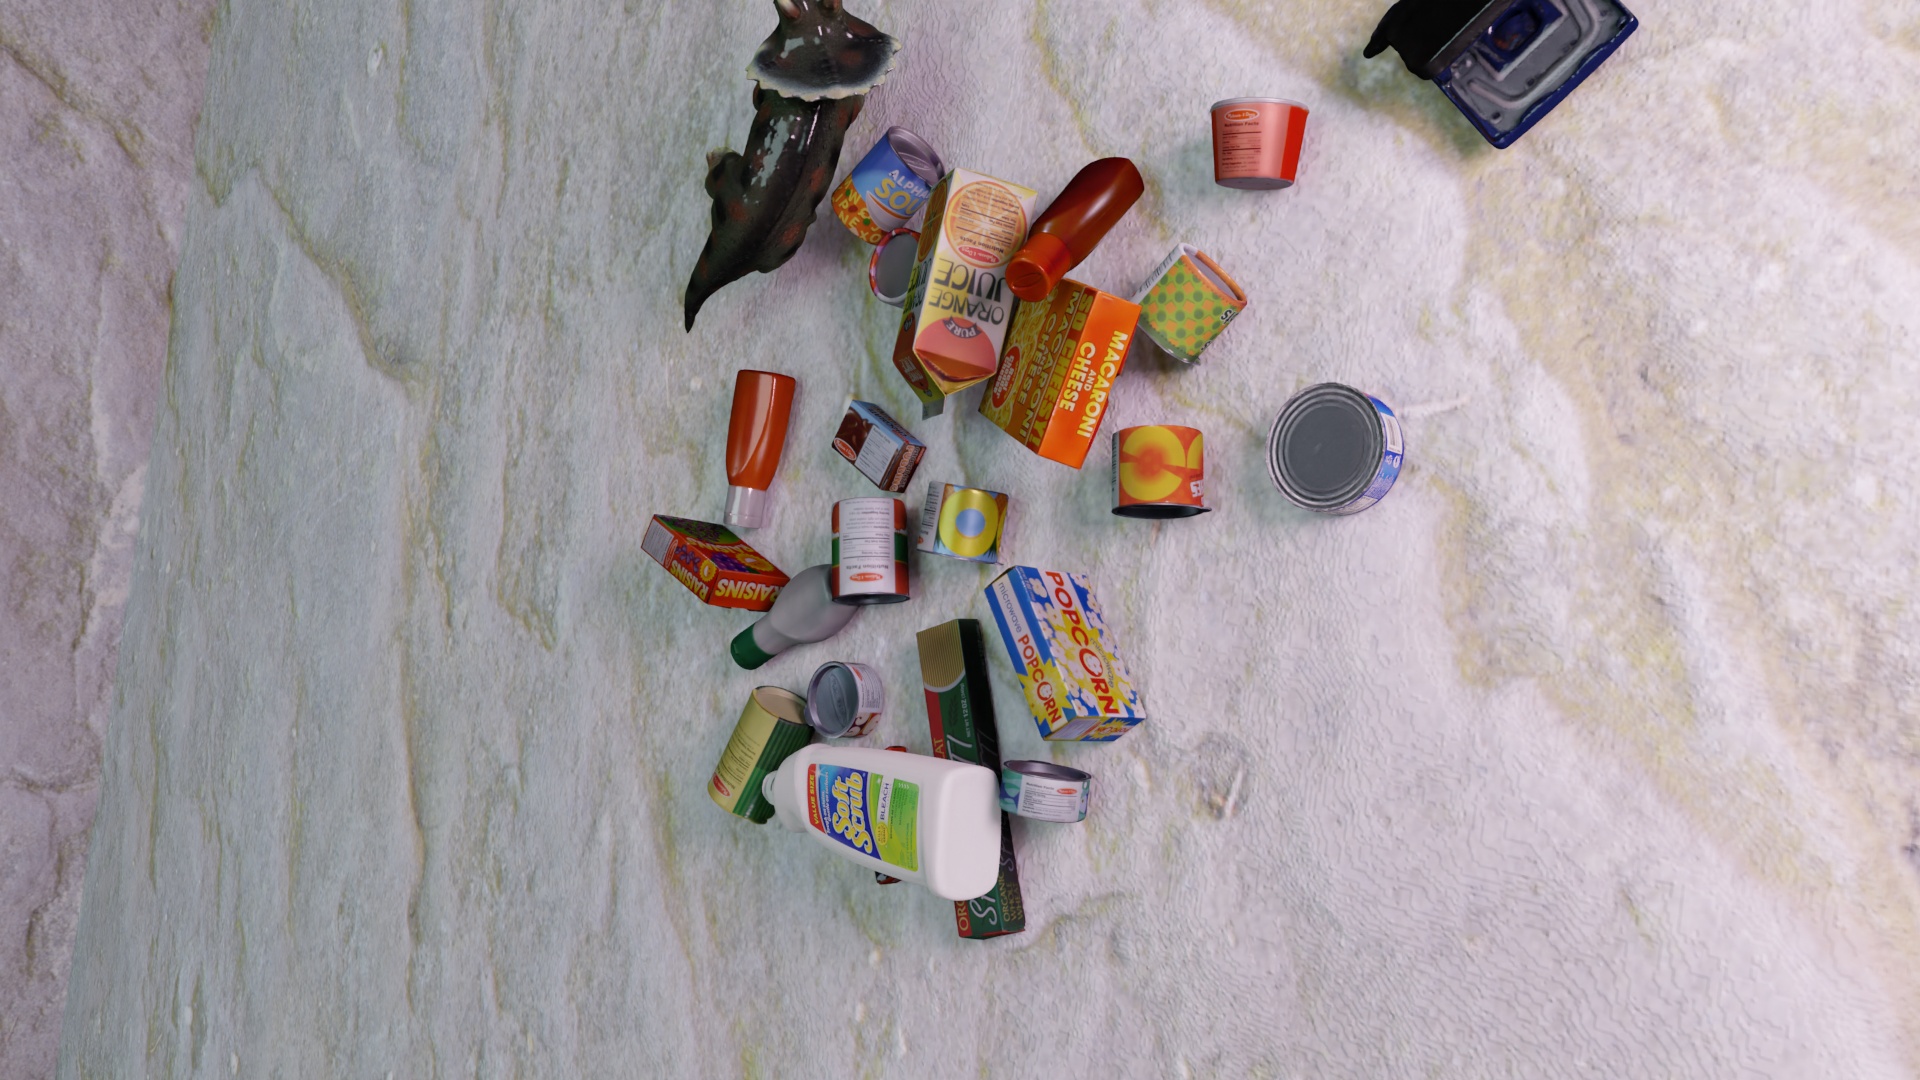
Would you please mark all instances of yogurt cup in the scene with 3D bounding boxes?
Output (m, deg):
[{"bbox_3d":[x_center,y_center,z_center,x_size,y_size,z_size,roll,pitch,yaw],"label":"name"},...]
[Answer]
[{"bbox_3d":[0.207,-0.275,0.968,0.072,0.072,0.054,8,98,43],"label":"yogurt cup"}]

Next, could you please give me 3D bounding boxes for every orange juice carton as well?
[{"bbox_3d":[-0.002,-0.191,1.113,0.072,0.073,0.192,-177,100,-73],"label":"orange juice carton"}]

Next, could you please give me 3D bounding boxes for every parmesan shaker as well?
[{"bbox_3d":[-0.174,0.191,1.242,0.071,0.071,0.102,40,109,39],"label":"parmesan shaker"}]

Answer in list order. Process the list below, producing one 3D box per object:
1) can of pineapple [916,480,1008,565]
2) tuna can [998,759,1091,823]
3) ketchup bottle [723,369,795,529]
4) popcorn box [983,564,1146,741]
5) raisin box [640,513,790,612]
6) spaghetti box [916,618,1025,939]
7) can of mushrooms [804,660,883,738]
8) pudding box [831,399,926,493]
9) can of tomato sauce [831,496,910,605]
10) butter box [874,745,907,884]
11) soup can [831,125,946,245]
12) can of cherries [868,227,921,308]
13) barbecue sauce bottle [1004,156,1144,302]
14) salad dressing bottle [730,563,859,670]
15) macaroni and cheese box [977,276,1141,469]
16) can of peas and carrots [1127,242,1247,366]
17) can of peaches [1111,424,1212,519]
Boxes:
[{"bbox_3d":[0.004,-0.014,1.113,0.071,0.071,0.058,11,92,43],"label":"can of pineapple"},{"bbox_3d":[0.062,0.185,1.030,0.071,0.071,0.033,9,91,43],"label":"tuna can"},{"bbox_3d":[-0.197,-0.087,1.320,0.065,0.043,0.148,10,91,44],"label":"ketchup bottle"},{"bbox_3d":[0.076,0.082,1.017,0.038,0.085,0.127,-38,60,31],"label":"popcorn box"},{"bbox_3d":[-0.231,0.022,1.306,0.123,0.086,0.040,33,104,40],"label":"raisin box"},{"bbox_3d":[0.007,0.187,1.102,0.050,0.029,0.250,-22,69,39],"label":"spaghetti box"},{"bbox_3d":[-0.102,0.139,1.206,0.071,0.033,0.071,-7,80,41],"label":"can of mushrooms"},{"bbox_3d":[-0.072,-0.083,1.215,0.084,0.030,0.049,40,112,39],"label":"pudding box"},{"bbox_3d":[-0.077,0.010,1.183,0.071,0.071,0.083,-12,76,41],"label":"can of tomato sauce"},{"bbox_3d":[-0.057,0.228,1.158,0.053,0.024,0.104,-33,63,36],"label":"butter box"},{"bbox_3d":[-0.062,-0.307,1.216,0.083,0.071,0.071,-41,59,31],"label":"soup can"},{"bbox_3d":[-0.036,-0.230,1.185,0.071,0.058,0.071,-7,80,42],"label":"can of cherries"},{"bbox_3d":[0.081,-0.230,1.028,0.064,0.043,0.149,-12,31,43],"label":"barbecue sauce bottle"},{"bbox_3d":[-0.152,0.072,1.256,0.147,0.044,0.064,-33,65,35],"label":"salad dressing bottle"},{"bbox_3d":[0.071,-0.132,1.036,0.167,0.040,0.123,-131,60,-69],"label":"macaroni and cheese box"},{"bbox_3d":[0.163,-0.168,0.991,0.058,0.071,0.071,-48,55,26],"label":"can of peas and carrots"},{"bbox_3d":[0.143,-0.048,0.991,0.071,0.071,0.058,-7,79,42],"label":"can of peaches"}]
